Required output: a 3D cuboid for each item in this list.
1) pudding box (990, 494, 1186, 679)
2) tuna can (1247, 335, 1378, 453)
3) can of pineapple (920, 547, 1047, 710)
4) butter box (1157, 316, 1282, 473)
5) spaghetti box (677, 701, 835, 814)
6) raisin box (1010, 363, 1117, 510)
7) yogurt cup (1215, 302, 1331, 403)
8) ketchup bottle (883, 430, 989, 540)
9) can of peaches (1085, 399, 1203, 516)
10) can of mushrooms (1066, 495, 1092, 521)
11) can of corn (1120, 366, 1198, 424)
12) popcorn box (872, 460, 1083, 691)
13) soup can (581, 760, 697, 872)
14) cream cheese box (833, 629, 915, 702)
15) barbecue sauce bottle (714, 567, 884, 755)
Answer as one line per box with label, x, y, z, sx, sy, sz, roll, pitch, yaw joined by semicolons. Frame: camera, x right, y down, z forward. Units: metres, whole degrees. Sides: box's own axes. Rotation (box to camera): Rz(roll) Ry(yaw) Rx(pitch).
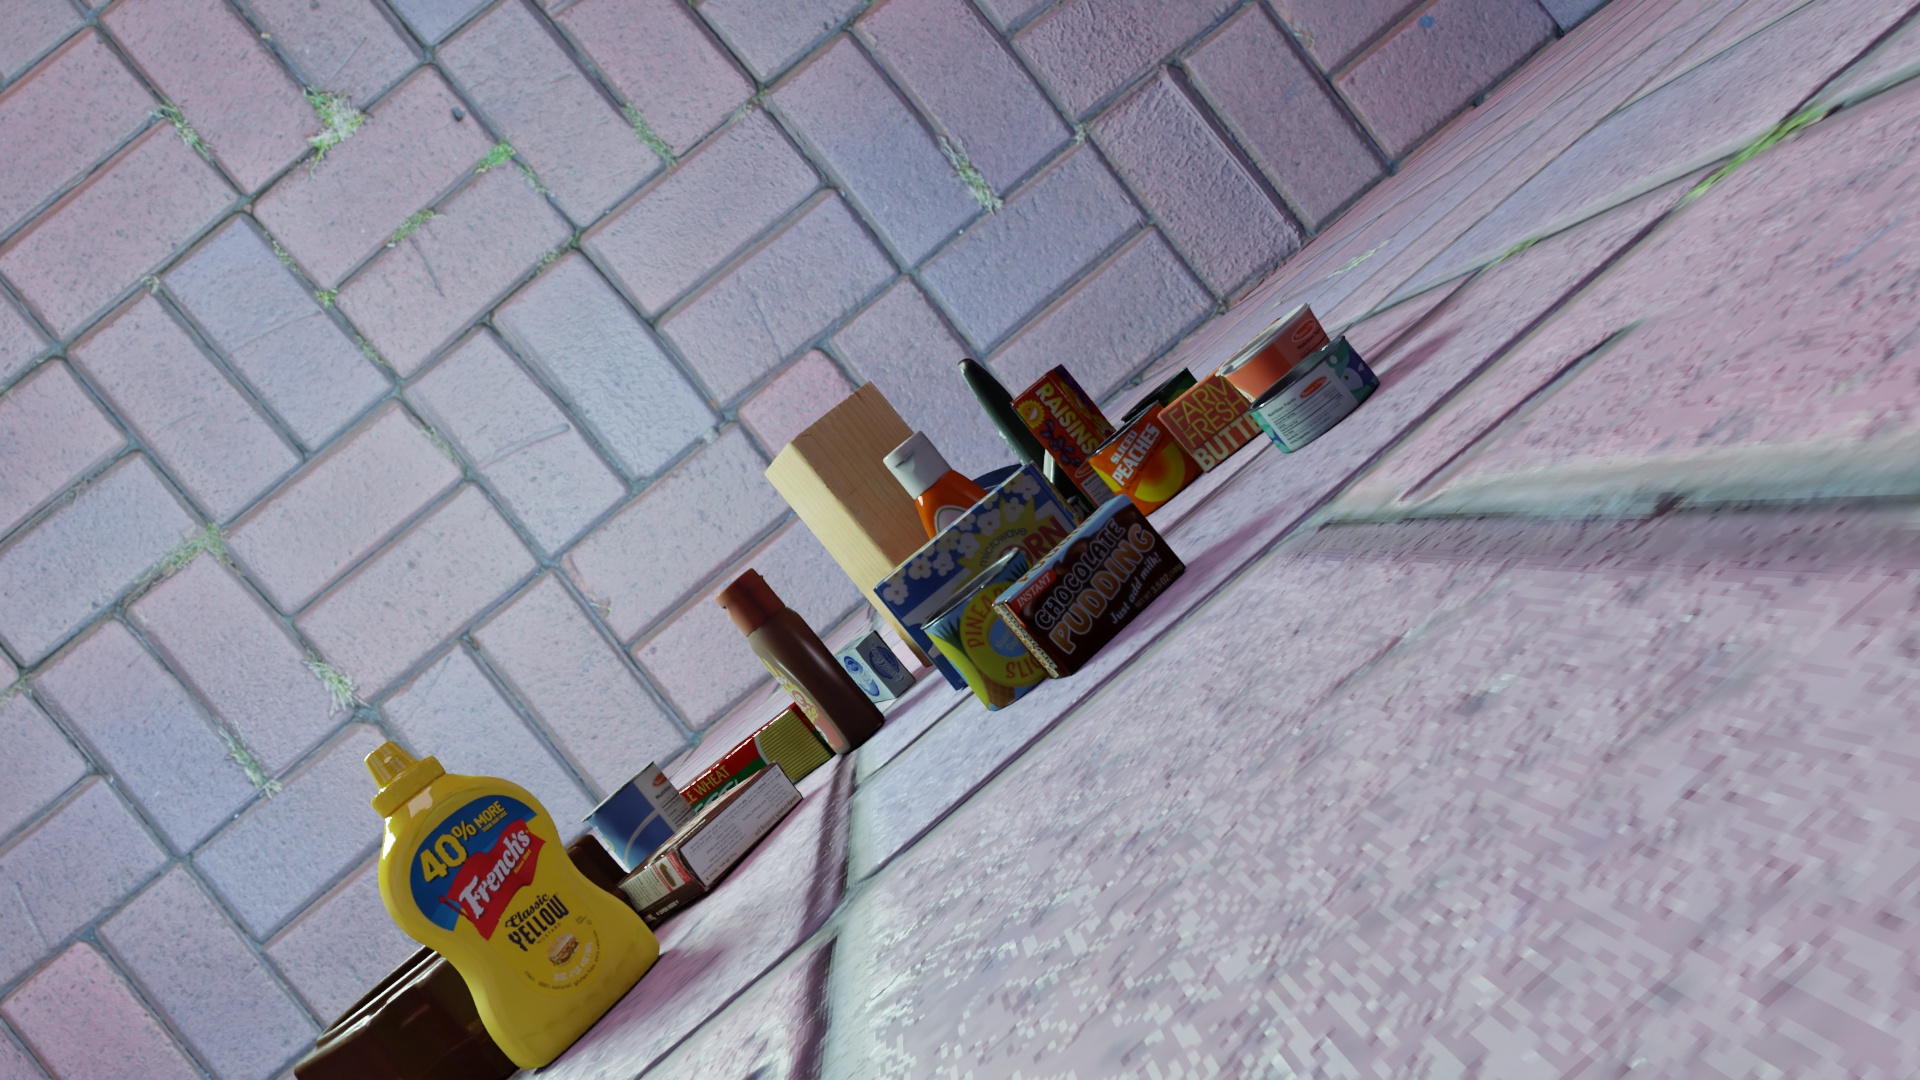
pudding box;0.062;0.022;0.673;0.084;0.049;0.030;-40;2;-18
tuna can;0.195;-0.080;0.766;0.071;0.033;0.071;-39;2;2
can of pineapple;0.023;0.046;0.719;0.071;0.058;0.071;-39;2;2
butter box;0.187;-0.096;0.923;0.103;0.053;0.024;-38;2;22
spaghetti box;-0.190;0.204;1.116;0.249;0.050;0.029;-38;3;31
raisin box;0.096;-0.075;1.069;0.040;0.123;0.086;-39;2;18
yogurt cup;0.203;-0.106;0.861;0.072;0.054;0.072;-39;2;2
ketchup bottle;0.004;-0.013;1.020;0.064;0.149;0.044;-39;2;20
can of peaches;0.131;-0.056;0.976;0.071;0.058;0.071;-39;2;2
can of mushrooms;0.079;-0.005;1.122;0.071;0.033;0.071;-39;2;2
can of corn;0.169;-0.094;1.099;0.071;0.058;0.071;-39;2;2
popcorn box;0.022;0.021;0.870;0.126;0.085;0.038;-39;2;11
soup can;-0.237;0.224;1.065;0.071;0.084;0.071;-39;2;2
cream cheese box;-0.071;0.104;1.130;0.024;0.053;0.103;-40;2;-17
barbecue sauce bottle;-0.118;0.087;1.012;0.044;0.148;0.064;-40;2;-16
